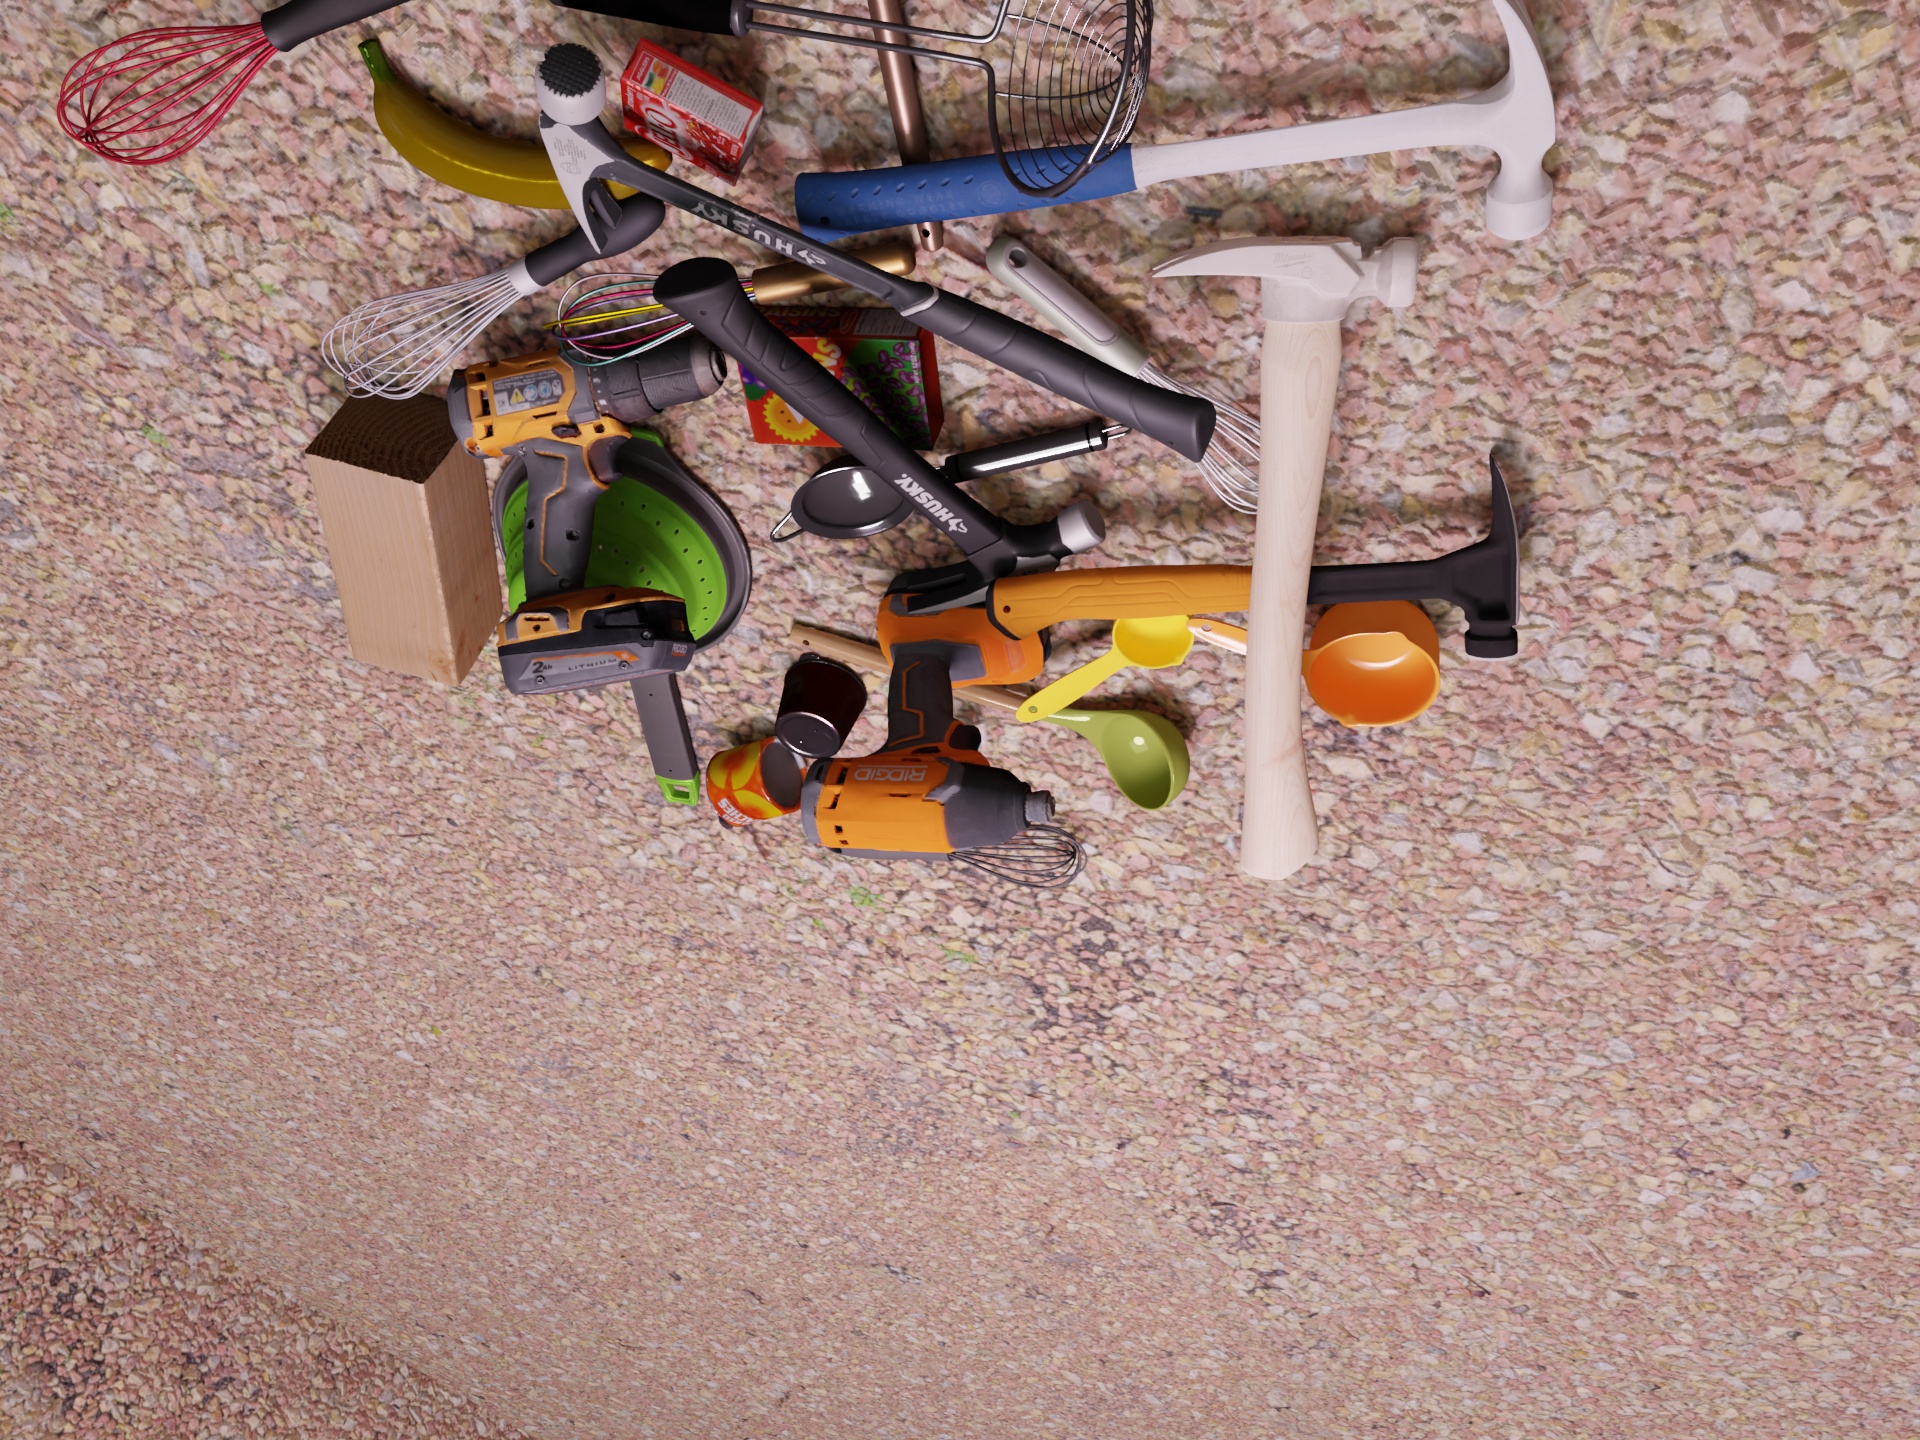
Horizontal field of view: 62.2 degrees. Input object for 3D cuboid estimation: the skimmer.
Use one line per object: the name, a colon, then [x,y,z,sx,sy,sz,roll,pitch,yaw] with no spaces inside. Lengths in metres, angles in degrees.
skimmer: [-0.072,-0.352,0.800,0.363,0.090,0.127,17,113,18]

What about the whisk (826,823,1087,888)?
whisk: [-0.008,0.110,1.346,0.239,0.055,0.055,3,136,22]

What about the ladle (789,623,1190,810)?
ladle: [0.020,-0.011,1.200,0.320,0.062,0.078,18,135,3]

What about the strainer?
strainer: [-0.010,-0.166,1.057,0.258,0.050,0.086,-10,156,19]

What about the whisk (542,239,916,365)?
whisk: [-0.147,-0.262,0.983,0.245,0.051,0.047,-7,165,14]

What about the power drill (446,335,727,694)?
power drill: [-0.232,-0.141,1.052,0.185,0.084,0.226,-9,89,11]

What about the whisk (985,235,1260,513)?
whisk: [0.113,-0.209,0.966,0.246,0.058,0.059,37,165,-14]

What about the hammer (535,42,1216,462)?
hammer: [-0.043,-0.241,0.896,0.409,0.036,0.149,24,164,-3]

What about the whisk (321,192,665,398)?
whisk: [-0.304,-0.276,1.028,0.284,0.070,0.070,-18,128,26]

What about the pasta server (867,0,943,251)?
pasta server: [-0.047,-0.387,0.836,0.060,0.040,0.315,10,139,23]

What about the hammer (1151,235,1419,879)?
hammer: [0.187,-0.085,0.975,0.146,0.038,0.410,2,117,9]

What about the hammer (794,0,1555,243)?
hammer: [0.104,-0.304,0.852,0.405,0.035,0.143,-2,141,17]

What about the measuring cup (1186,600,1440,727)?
measuring cup: [0.240,-0.056,1.081,0.173,0.052,0.095,17,138,3]

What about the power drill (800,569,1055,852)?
power drill: [-0.002,-0.003,1.084,0.164,0.227,0.084,1,136,17]

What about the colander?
colander: [-0.260,-0.043,1.227,0.204,0.095,0.396,7,137,11]

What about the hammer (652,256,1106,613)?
hammer: [-0.060,-0.170,0.982,0.146,0.035,0.334,-24,141,30]

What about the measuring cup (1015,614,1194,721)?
measuring cup: [0.100,-0.044,1.141,0.156,0.029,0.062,-33,118,31]

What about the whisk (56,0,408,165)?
whisk: [-0.417,-0.398,0.937,0.296,0.073,0.073,-14,130,21]

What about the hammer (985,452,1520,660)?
hammer: [0.181,-0.093,1.019,0.337,0.034,0.127,-3,110,15]
